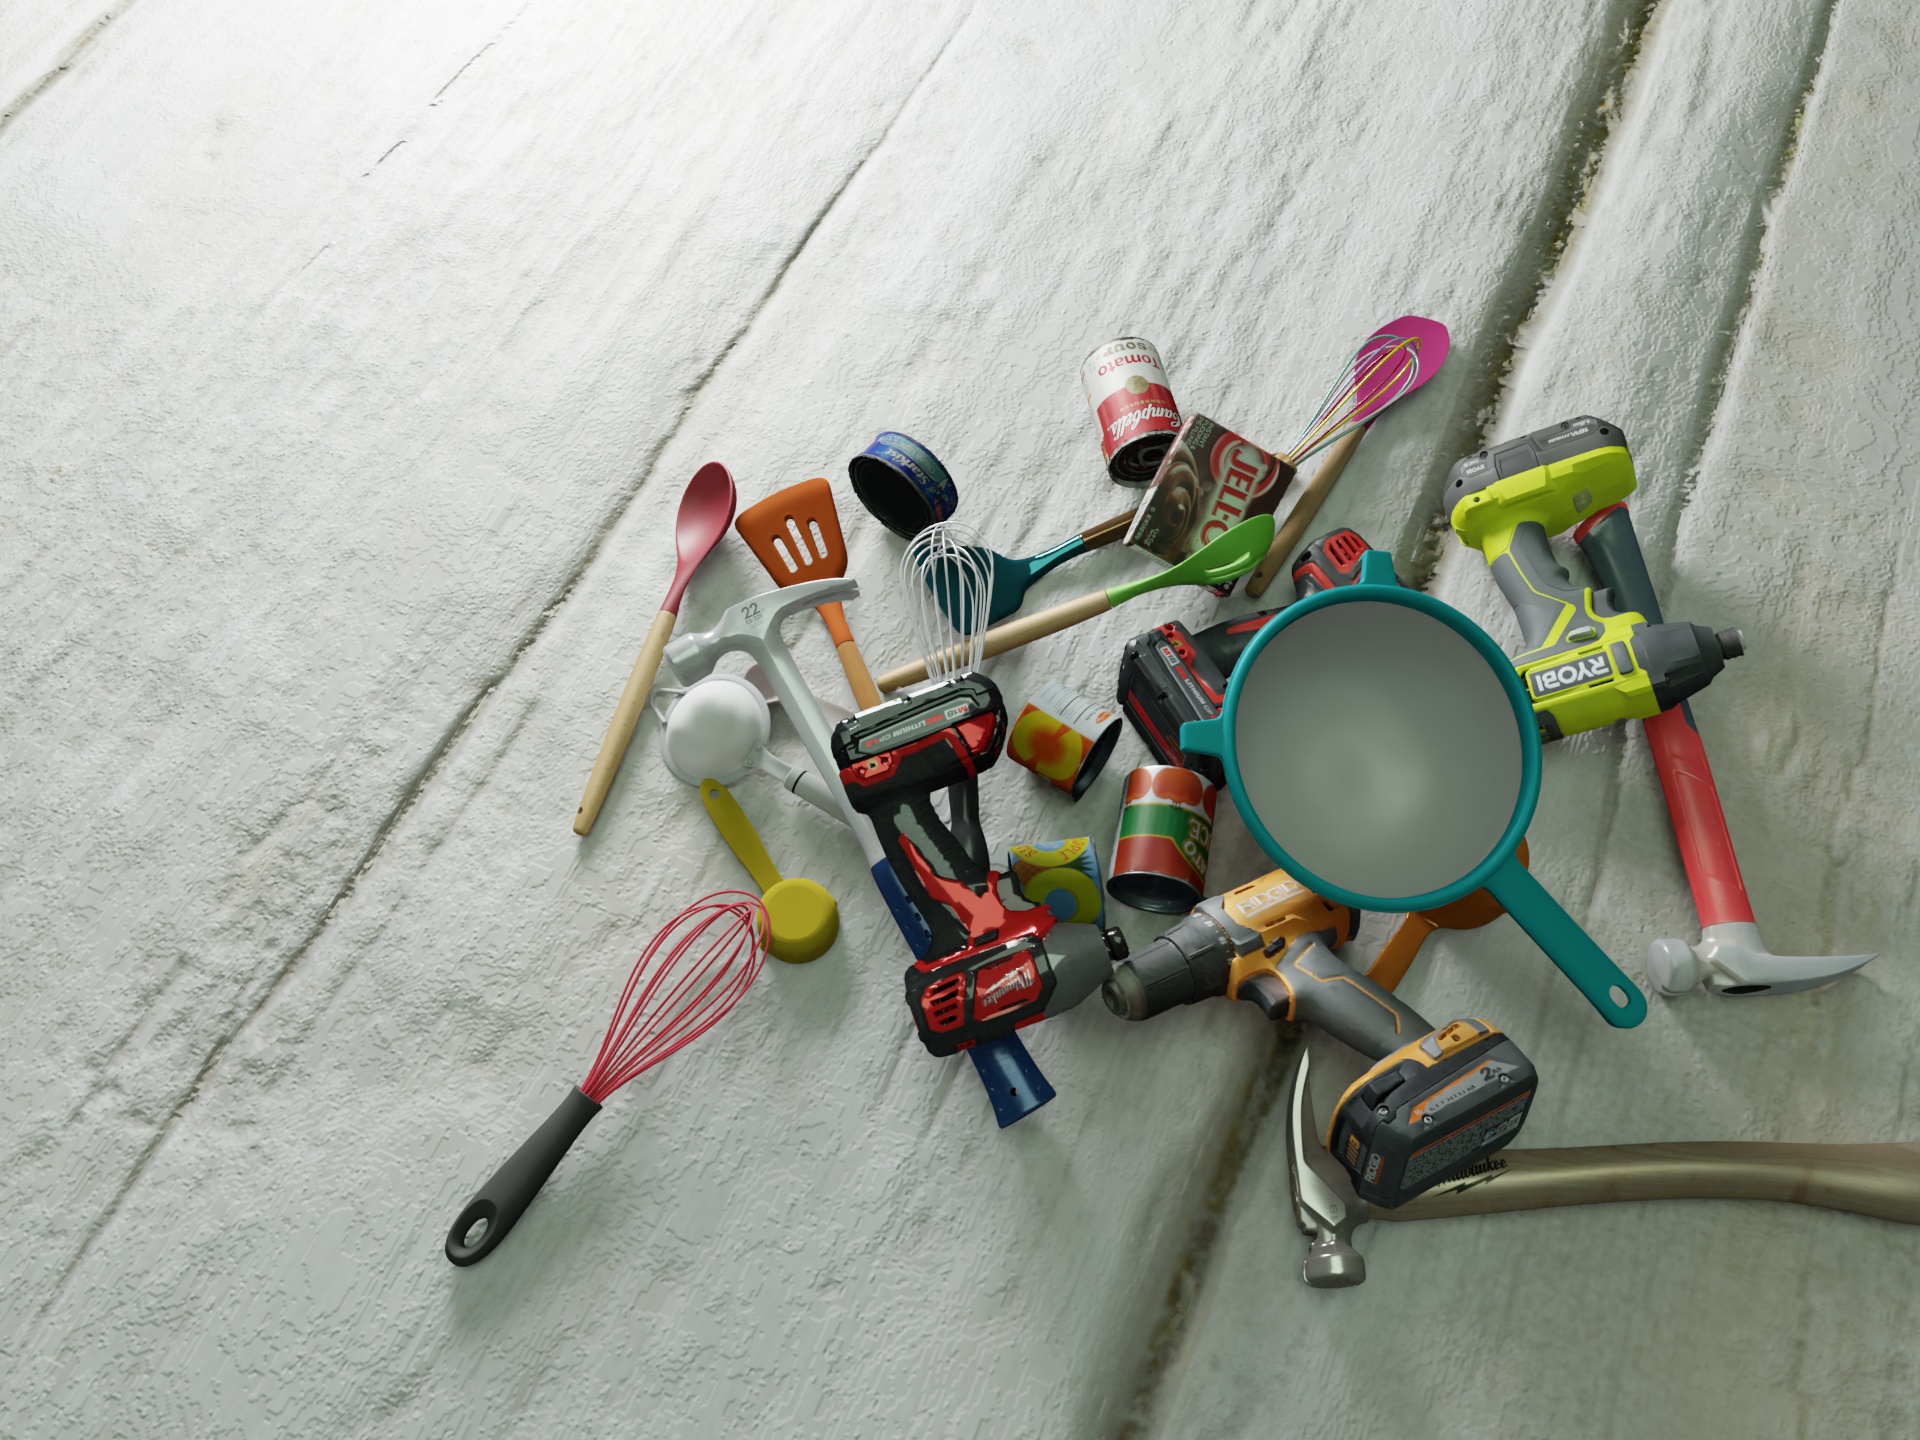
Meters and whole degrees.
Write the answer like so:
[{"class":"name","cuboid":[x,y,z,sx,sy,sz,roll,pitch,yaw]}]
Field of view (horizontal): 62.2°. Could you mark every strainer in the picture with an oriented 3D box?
[{"class":"strainer","cuboid":[-0.124,0.037,1.141,0.258,0.050,0.087,29,82,12]},{"class":"strainer","cuboid":[0.304,0.070,1.037,0.211,0.095,0.340,-42,88,-14]}]

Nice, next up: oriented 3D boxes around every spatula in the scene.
[{"class":"spatula","cuboid":[0.119,-0.150,1.231,0.317,0.044,0.082,-24,71,-12]},{"class":"spatula","cuboid":[-0.079,-0.039,1.170,0.081,0.041,0.323,-25,61,1]}]

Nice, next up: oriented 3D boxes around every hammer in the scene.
[{"class":"hammer","cuboid":[-0.050,0.082,1.079,0.144,0.035,0.406,-30,74,-4]},{"class":"hammer","cuboid":[0.525,0.007,1.140,0.143,0.038,0.387,-2,62,-1]},{"class":"hammer","cuboid":[0.413,0.276,1.002,0.410,0.038,0.146,-1,61,0]}]

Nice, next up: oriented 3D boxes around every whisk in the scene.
[{"class":"whisk","cuboid":[-0.001,-0.004,1.122,0.070,0.070,0.285,-4,79,-1]},{"class":"whisk","cuboid":[0.271,-0.219,1.243,0.245,0.047,0.051,-42,97,-6]},{"class":"whisk","cuboid":[-0.228,0.229,1.034,0.073,0.073,0.296,35,74,18]}]

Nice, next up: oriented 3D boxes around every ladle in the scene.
[{"class":"ladle","cuboid":[-0.229,-0.058,1.197,0.069,0.031,0.316,-7,57,44]}]

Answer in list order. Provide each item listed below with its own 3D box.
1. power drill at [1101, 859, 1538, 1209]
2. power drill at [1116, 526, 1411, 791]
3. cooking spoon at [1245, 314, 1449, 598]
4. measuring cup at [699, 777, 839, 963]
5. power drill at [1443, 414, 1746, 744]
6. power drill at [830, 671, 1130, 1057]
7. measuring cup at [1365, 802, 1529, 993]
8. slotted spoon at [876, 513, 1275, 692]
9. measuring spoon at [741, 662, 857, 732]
[{"class":"power drill","cuboid":[0.214,0.190,0.987,0.185,0.084,0.226,-19,43,-23]},{"class":"power drill","cuboid":[0.247,-0.026,1.146,0.226,0.080,0.188,-25,65,-15]},{"class":"cooking spoon","cuboid":[0.307,-0.217,1.275,0.069,0.017,0.319,23,64,26]},{"class":"measuring cup","cuboid":[-0.140,0.098,1.107,0.062,0.029,0.157,-32,71,-14]},{"class":"power drill","cuboid":[0.449,-0.101,1.152,0.171,0.080,0.223,-19,59,23]},{"class":"power drill","cuboid":[0.011,0.090,1.016,0.143,0.078,0.220,-20,77,0]},{"class":"measuring cup","cuboid":[0.319,0.123,1.074,0.095,0.052,0.174,33,66,17]},{"class":"slotted spoon","cuboid":[0.085,-0.079,1.166,0.314,0.070,0.031,-20,72,8]},{"class":"measuring spoon","cuboid":[-0.106,-0.005,1.179,0.124,0.018,0.034,27,70,7]}]
